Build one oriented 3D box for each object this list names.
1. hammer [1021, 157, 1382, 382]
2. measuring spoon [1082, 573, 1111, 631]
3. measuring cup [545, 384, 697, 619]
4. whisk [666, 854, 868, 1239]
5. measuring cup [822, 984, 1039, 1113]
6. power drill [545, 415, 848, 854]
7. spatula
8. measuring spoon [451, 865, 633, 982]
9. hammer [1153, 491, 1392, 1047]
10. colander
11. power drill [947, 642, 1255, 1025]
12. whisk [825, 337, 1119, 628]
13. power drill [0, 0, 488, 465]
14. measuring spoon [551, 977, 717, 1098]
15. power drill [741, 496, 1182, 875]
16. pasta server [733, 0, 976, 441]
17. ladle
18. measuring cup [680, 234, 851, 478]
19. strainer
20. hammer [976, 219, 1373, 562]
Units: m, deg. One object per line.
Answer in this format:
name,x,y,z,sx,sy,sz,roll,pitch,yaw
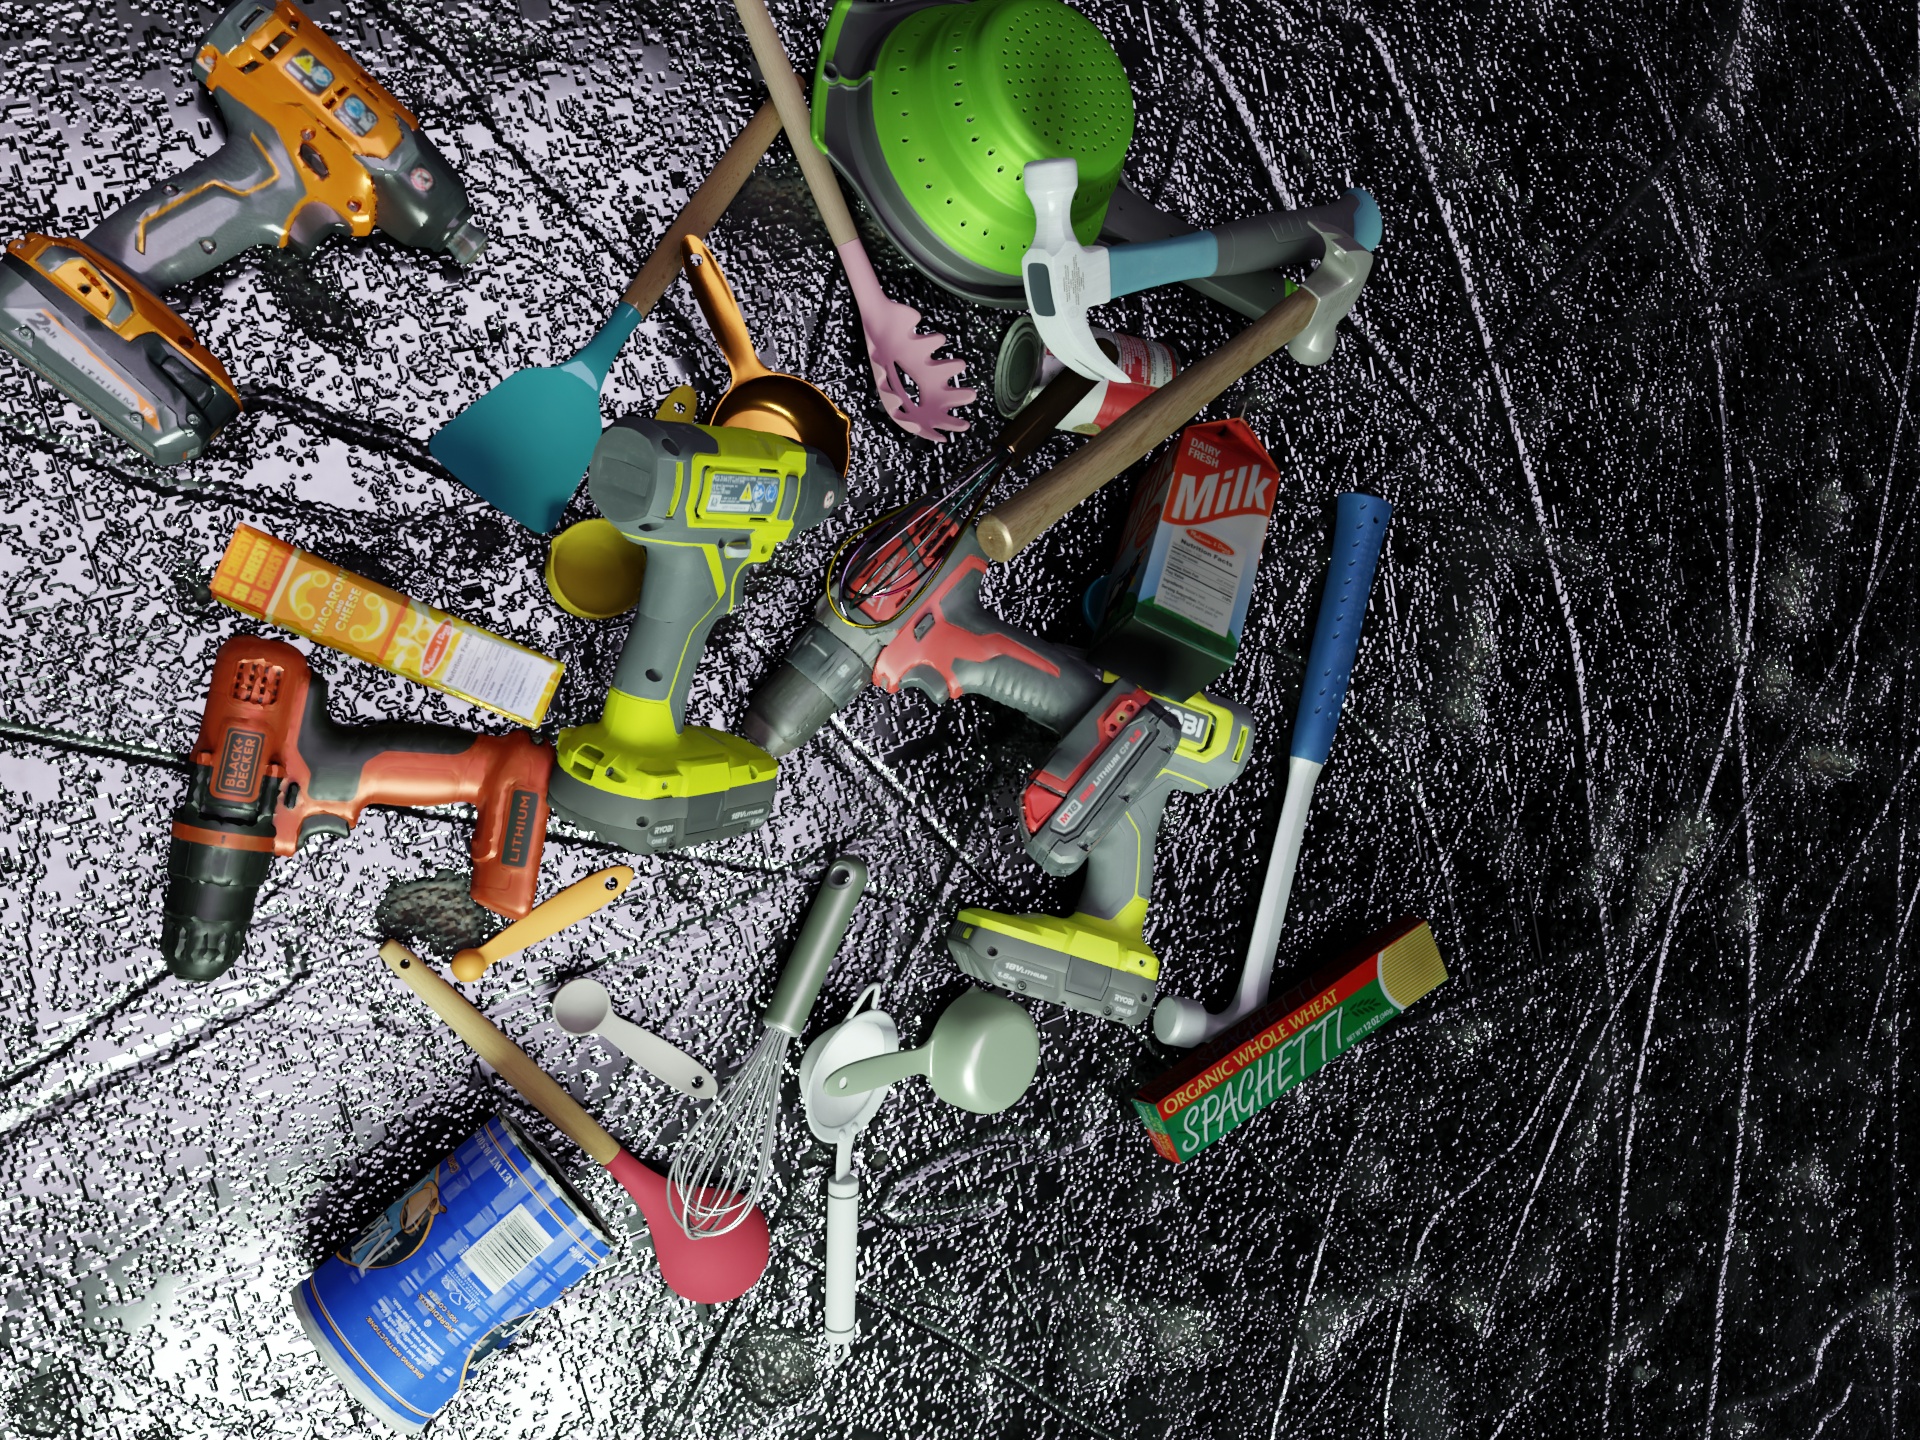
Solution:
hammer,0.160,-0.292,0.982,0.331,0.033,0.128,-23,119,-39
measuring spoon,0.116,-0.111,1.074,0.042,0.021,0.129,34,70,-19
measuring cup,-0.194,-0.129,0.933,0.062,0.029,0.157,30,69,-23
whisk,-0.112,0.194,0.964,0.246,0.058,0.059,-67,156,-17
measuring cup,-0.013,0.216,0.989,0.167,0.038,0.083,-2,99,-47
power drill,-0.139,-0.049,0.872,0.171,0.080,0.223,-8,117,-56
spatula,-0.182,-0.257,0.927,0.082,0.044,0.317,38,74,-21
measuring spoon,-0.242,0.118,0.928,0.117,0.011,0.021,-31,105,-19
hammer,0.247,0.041,1.127,0.144,0.035,0.405,15,87,-24
colander,0.103,-0.338,0.990,0.396,0.094,0.205,17,70,-30
power drill,0.074,0.065,1.030,0.190,0.080,0.228,19,83,-16
whisk,0.010,-0.146,0.936,0.047,0.051,0.245,39,72,14
power drill,-0.363,-0.241,0.817,0.164,0.084,0.226,41,73,-21
measuring spoon,-0.195,0.193,0.955,0.124,0.018,0.034,42,77,-27
power drill,-0.002,-0.003,0.957,0.227,0.080,0.188,41,84,9
pasta server,-0.074,-0.314,0.950,0.060,0.040,0.316,-36,112,-34
ladle,-0.223,0.238,0.937,0.069,0.031,0.315,-47,108,-19
measuring cup,-0.131,-0.197,0.938,0.095,0.052,0.173,-27,102,-20
strainer,-0.076,0.284,0.997,0.087,0.050,0.258,-10,104,-53
hammer,0.136,-0.197,0.958,0.331,0.130,0.031,-39,72,-24
